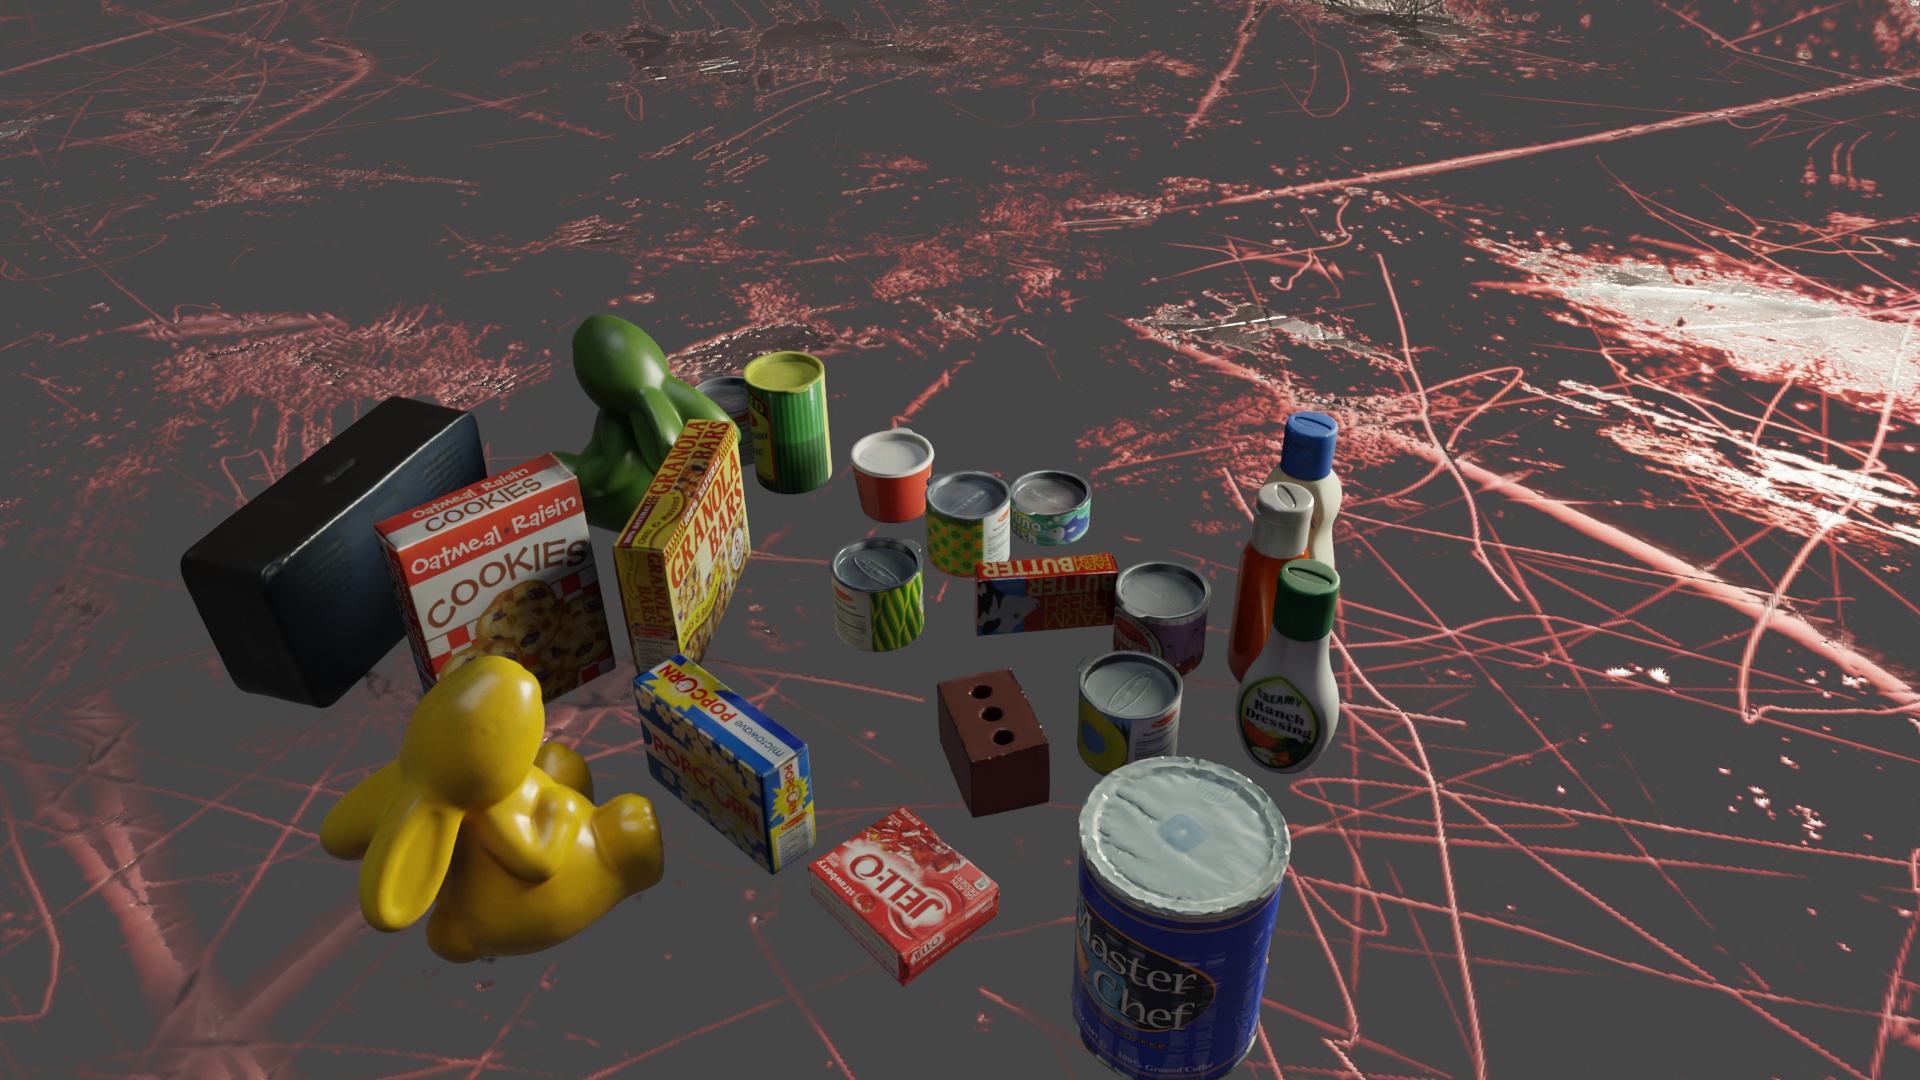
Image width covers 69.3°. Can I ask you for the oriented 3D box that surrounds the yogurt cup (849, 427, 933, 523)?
[{"bbox_3d":[-0.055,-0.051,1.140,0.072,0.053,0.073,-1,36,0],"label":"yogurt cup"}]

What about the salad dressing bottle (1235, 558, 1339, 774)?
[{"bbox_3d":[0.209,0.080,0.872,0.064,0.146,0.044,19,40,26],"label":"salad dressing bottle"}]

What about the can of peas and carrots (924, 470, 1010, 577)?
[{"bbox_3d":[0.004,-0.014,1.083,0.071,0.058,0.071,-1,36,0],"label":"can of peas and carrots"}]

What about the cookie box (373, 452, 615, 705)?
[{"bbox_3d":[-0.304,0.040,0.921,0.123,0.166,0.040,-29,44,-33],"label":"cookie box"}]

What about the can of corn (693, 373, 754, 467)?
[{"bbox_3d":[-0.203,-0.105,1.215,0.071,0.058,0.071,-1,36,0],"label":"can of corn"}]

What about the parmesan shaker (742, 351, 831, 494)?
[{"bbox_3d":[-0.143,-0.096,1.164,0.071,0.102,0.072,-1,35,1],"label":"parmesan shaker"}]

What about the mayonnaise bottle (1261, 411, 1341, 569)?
[{"bbox_3d":[0.246,-0.022,1.014,0.065,0.147,0.041,23,42,30],"label":"mayonnaise bottle"}]

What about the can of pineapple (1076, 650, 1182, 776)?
[{"bbox_3d":[0.108,0.113,0.904,0.071,0.057,0.071,-1,36,0],"label":"can of pineapple"}]

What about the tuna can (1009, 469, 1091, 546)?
[{"bbox_3d":[0.070,-0.026,1.120,0.071,0.032,0.071,-1,36,0],"label":"tuna can"}]

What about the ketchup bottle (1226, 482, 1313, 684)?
[{"bbox_3d":[0.210,0.032,0.938,0.043,0.148,0.065,-6,36,-7],"label":"ketchup bottle"}]

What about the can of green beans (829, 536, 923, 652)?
[{"bbox_3d":[-0.060,0.039,1.011,0.071,0.057,0.071,-1,36,0],"label":"can of green beans"}]

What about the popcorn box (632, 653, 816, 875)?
[{"bbox_3d":[-0.145,0.136,0.854,0.127,0.084,0.038,28,45,34],"label":"popcorn box"}]

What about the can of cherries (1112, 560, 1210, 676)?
[{"bbox_3d":[0.139,0.057,0.981,0.071,0.058,0.072,-1,36,0],"label":"can of cherries"}]

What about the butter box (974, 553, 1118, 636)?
[{"bbox_3d":[0.062,0.040,1.012,0.103,0.052,0.024,-4,36,-5],"label":"butter box"}]

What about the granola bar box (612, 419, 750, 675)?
[{"bbox_3d":[-0.197,0.007,1.002,0.039,0.123,0.166,4,36,7],"label":"granola bar box"}]
